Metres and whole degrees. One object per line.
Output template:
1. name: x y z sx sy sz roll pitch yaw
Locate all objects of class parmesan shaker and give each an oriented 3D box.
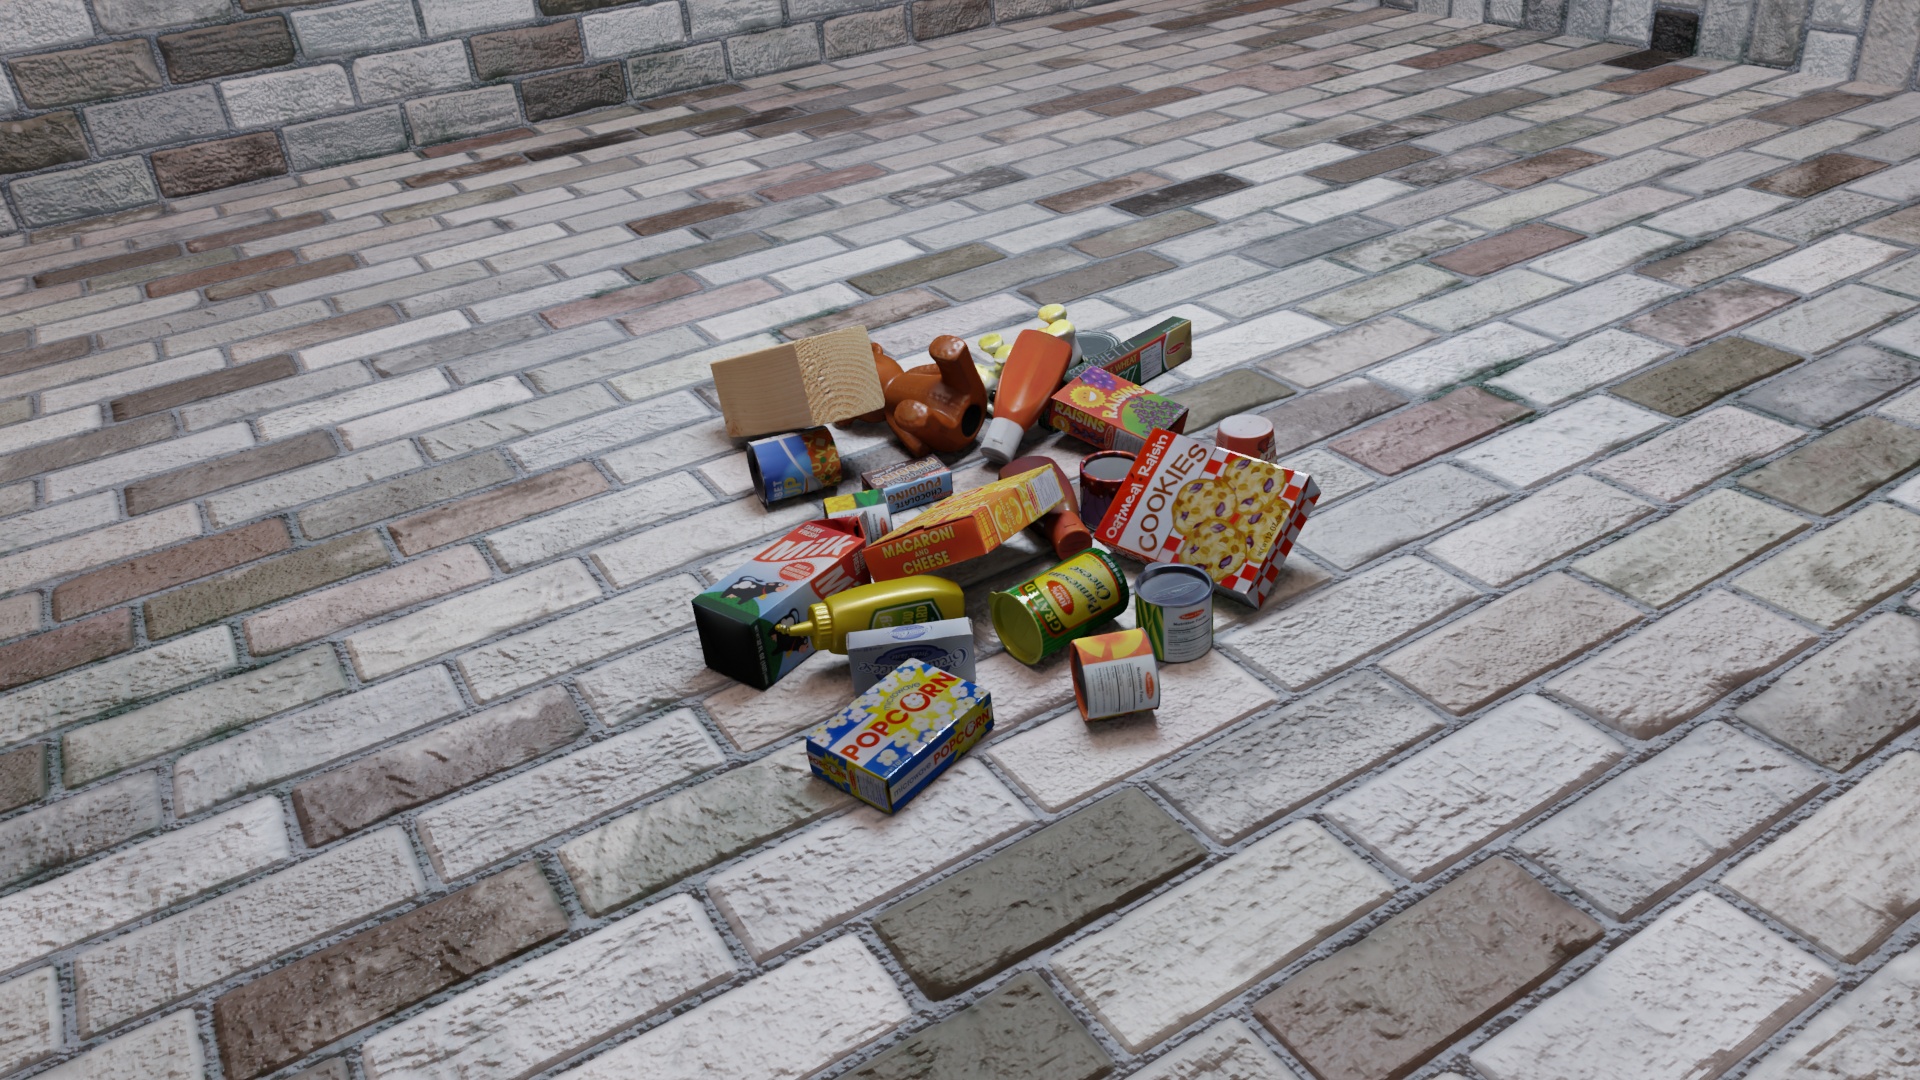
1. parmesan shaker: 0.084 0.052 1.186 0.103 0.071 0.071 -26 37 -30

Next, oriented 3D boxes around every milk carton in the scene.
1. milk carton: -0.140 0.045 1.231 0.073 0.072 0.191 17 38 33

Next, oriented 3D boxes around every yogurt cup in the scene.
1. yogurt cup: 0.289 -0.093 1.409 0.072 0.053 0.073 -4 30 3

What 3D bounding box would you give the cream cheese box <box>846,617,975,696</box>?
1. cream cheese box: -0.040 0.097 1.148 0.104 0.053 0.024 -7 35 -3

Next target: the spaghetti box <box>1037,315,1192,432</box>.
1. spaghetti box: 0.179 -0.194 1.596 0.251 0.050 0.029 -30 38 -35

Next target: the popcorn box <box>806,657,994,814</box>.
1. popcorn box: -0.046 0.149 1.076 0.085 0.038 0.127 19 39 35

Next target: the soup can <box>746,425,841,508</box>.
1. soup can: -0.173 -0.077 1.446 0.084 0.071 0.071 -15 32 -17

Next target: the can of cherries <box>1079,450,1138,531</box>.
1. can of cherries: 0.146 -0.049 1.353 0.071 0.058 0.072 -4 31 2

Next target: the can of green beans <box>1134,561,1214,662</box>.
1. can of green beans: 0.180 0.061 1.168 0.071 0.057 0.071 -4 31 3

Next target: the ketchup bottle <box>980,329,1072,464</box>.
1. ketchup bottle: 0.066 -0.153 1.488 0.065 0.043 0.149 20 71 14

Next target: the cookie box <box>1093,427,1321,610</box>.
1. cookie box: 0.220 -0.024 1.257 0.167 0.040 0.123 23 78 38

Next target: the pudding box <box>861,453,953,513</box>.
1. pudding box: -0.055 -0.057 1.426 0.084 0.030 0.050 -17 34 -18

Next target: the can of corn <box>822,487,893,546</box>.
1. can of corn: -0.097 -0.013 1.328 0.058 0.070 0.071 -11 31 -9

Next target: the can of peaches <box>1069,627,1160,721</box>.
1. can of peaches: 0.121 0.106 1.098 0.058 0.071 0.071 -10 31 -6

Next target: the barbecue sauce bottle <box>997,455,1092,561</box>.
1. barbecue sauce bottle: 0.086 -0.031 1.349 0.065 0.043 0.149 -14 33 -10

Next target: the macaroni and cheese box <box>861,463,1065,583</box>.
1. macaroni and cheese box: 0.004 -0.016 1.260 0.123 0.040 0.167 -17 8 32

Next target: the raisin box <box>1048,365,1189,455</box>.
1. raisin box: 0.168 -0.133 1.480 0.123 0.039 0.086 27 44 23

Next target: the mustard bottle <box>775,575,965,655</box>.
1. mustard bottle: -0.076 0.069 1.174 0.160 0.065 0.049 -7 21 -18
